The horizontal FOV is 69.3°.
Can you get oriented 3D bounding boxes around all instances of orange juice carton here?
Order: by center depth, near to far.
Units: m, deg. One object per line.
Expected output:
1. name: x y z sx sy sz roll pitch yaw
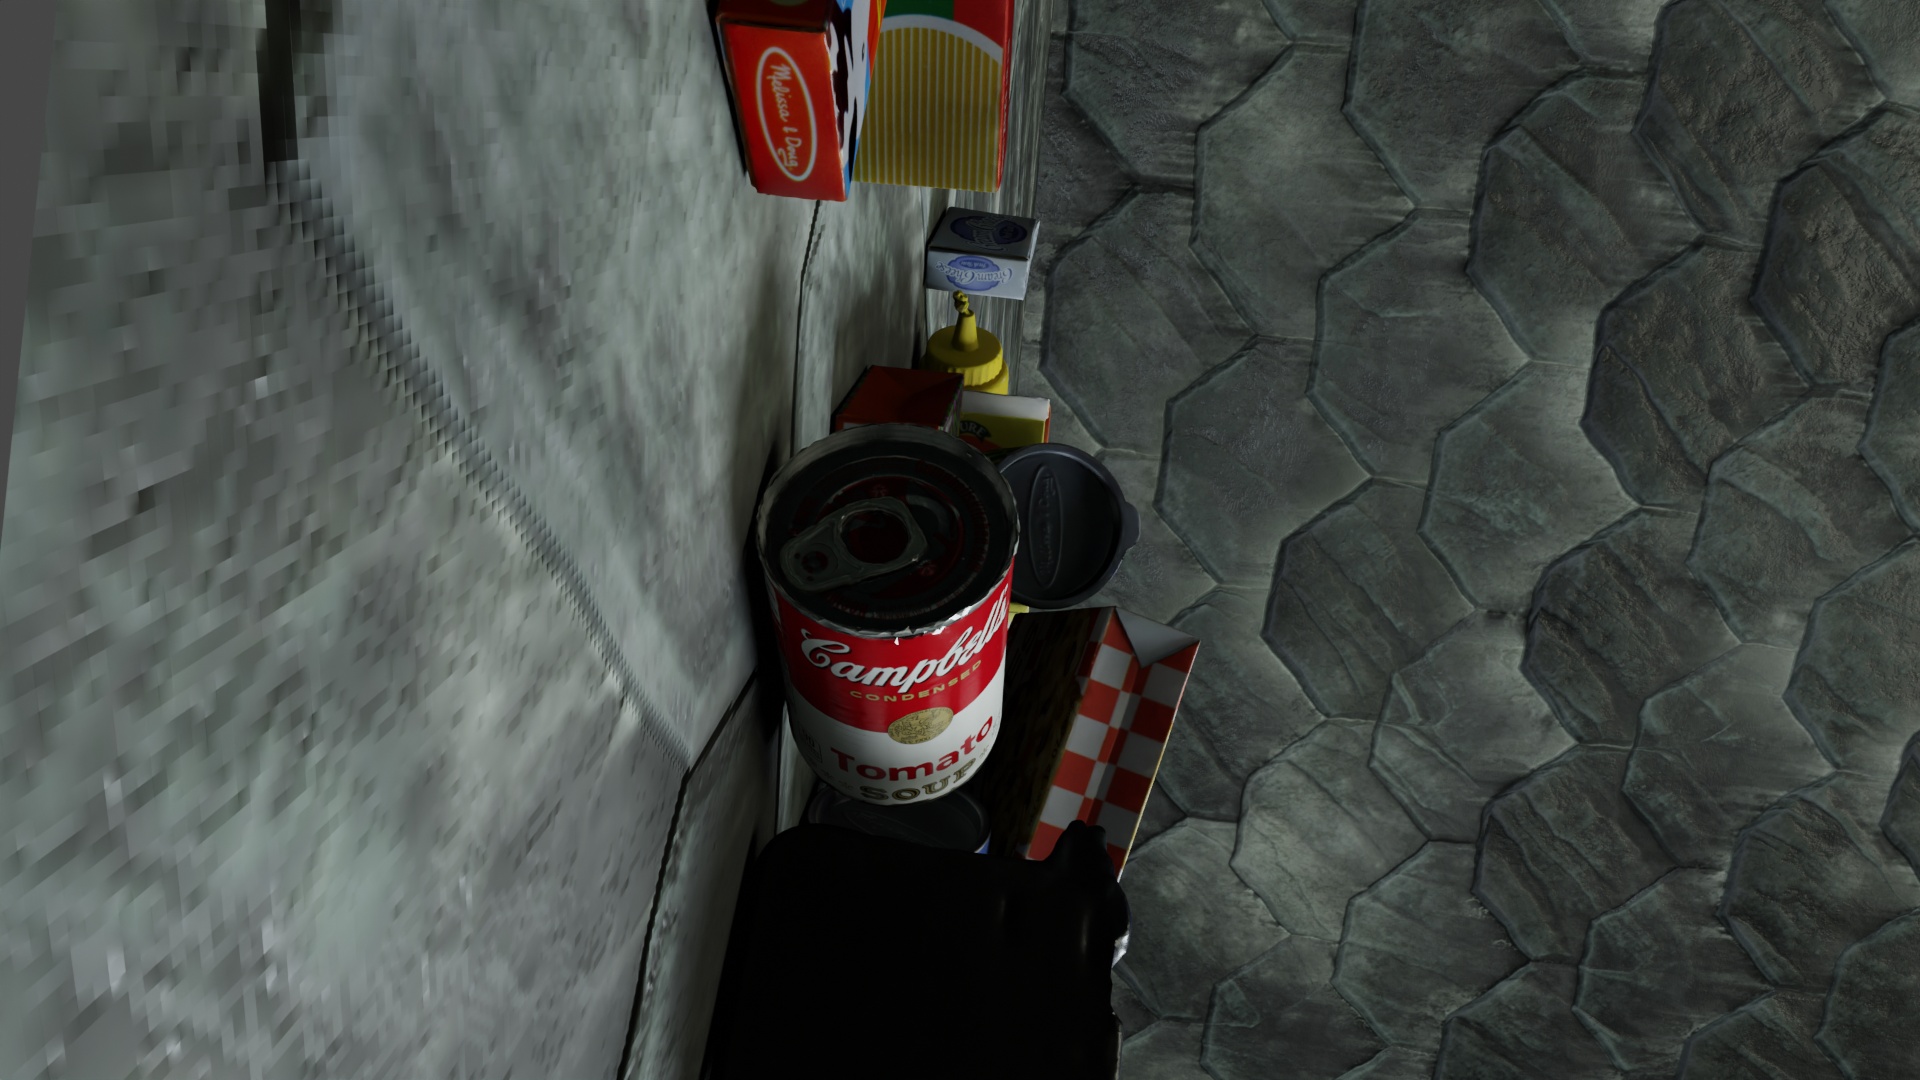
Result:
1. orange juice carton: 0.002 -0.008 0.678 0.191 0.072 0.073 92 5 -54

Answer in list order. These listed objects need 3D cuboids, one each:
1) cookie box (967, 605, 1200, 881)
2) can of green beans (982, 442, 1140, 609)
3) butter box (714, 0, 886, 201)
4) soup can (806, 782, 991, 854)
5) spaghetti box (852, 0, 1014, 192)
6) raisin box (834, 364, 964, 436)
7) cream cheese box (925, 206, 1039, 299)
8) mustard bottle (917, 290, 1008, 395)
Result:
1. cookie box: 0.036 0.091 0.581 0.167 0.040 0.123 159 -48 -79
2. can of green beans: 0.028 -0.006 0.574 0.058 0.071 0.071 -175 -89 -74
3. butter box: -0.030 -0.133 0.310 0.053 0.024 0.104 90 7 -65
4. soup can: -0.024 0.137 0.512 0.071 0.071 0.083 -75 171 -70
5. spaghetti box: -0.008 -0.205 0.350 0.029 0.050 0.248 -82 176 -45
6. raisin box: -0.025 0.004 0.521 0.086 0.040 0.123 -77 173 -71
7. cream cheese box: 0.013 -0.158 0.756 0.104 0.053 0.024 -77 174 -65
8. mustard bottle: 0.000 -0.063 0.739 0.066 0.049 0.159 -84 178 -46
